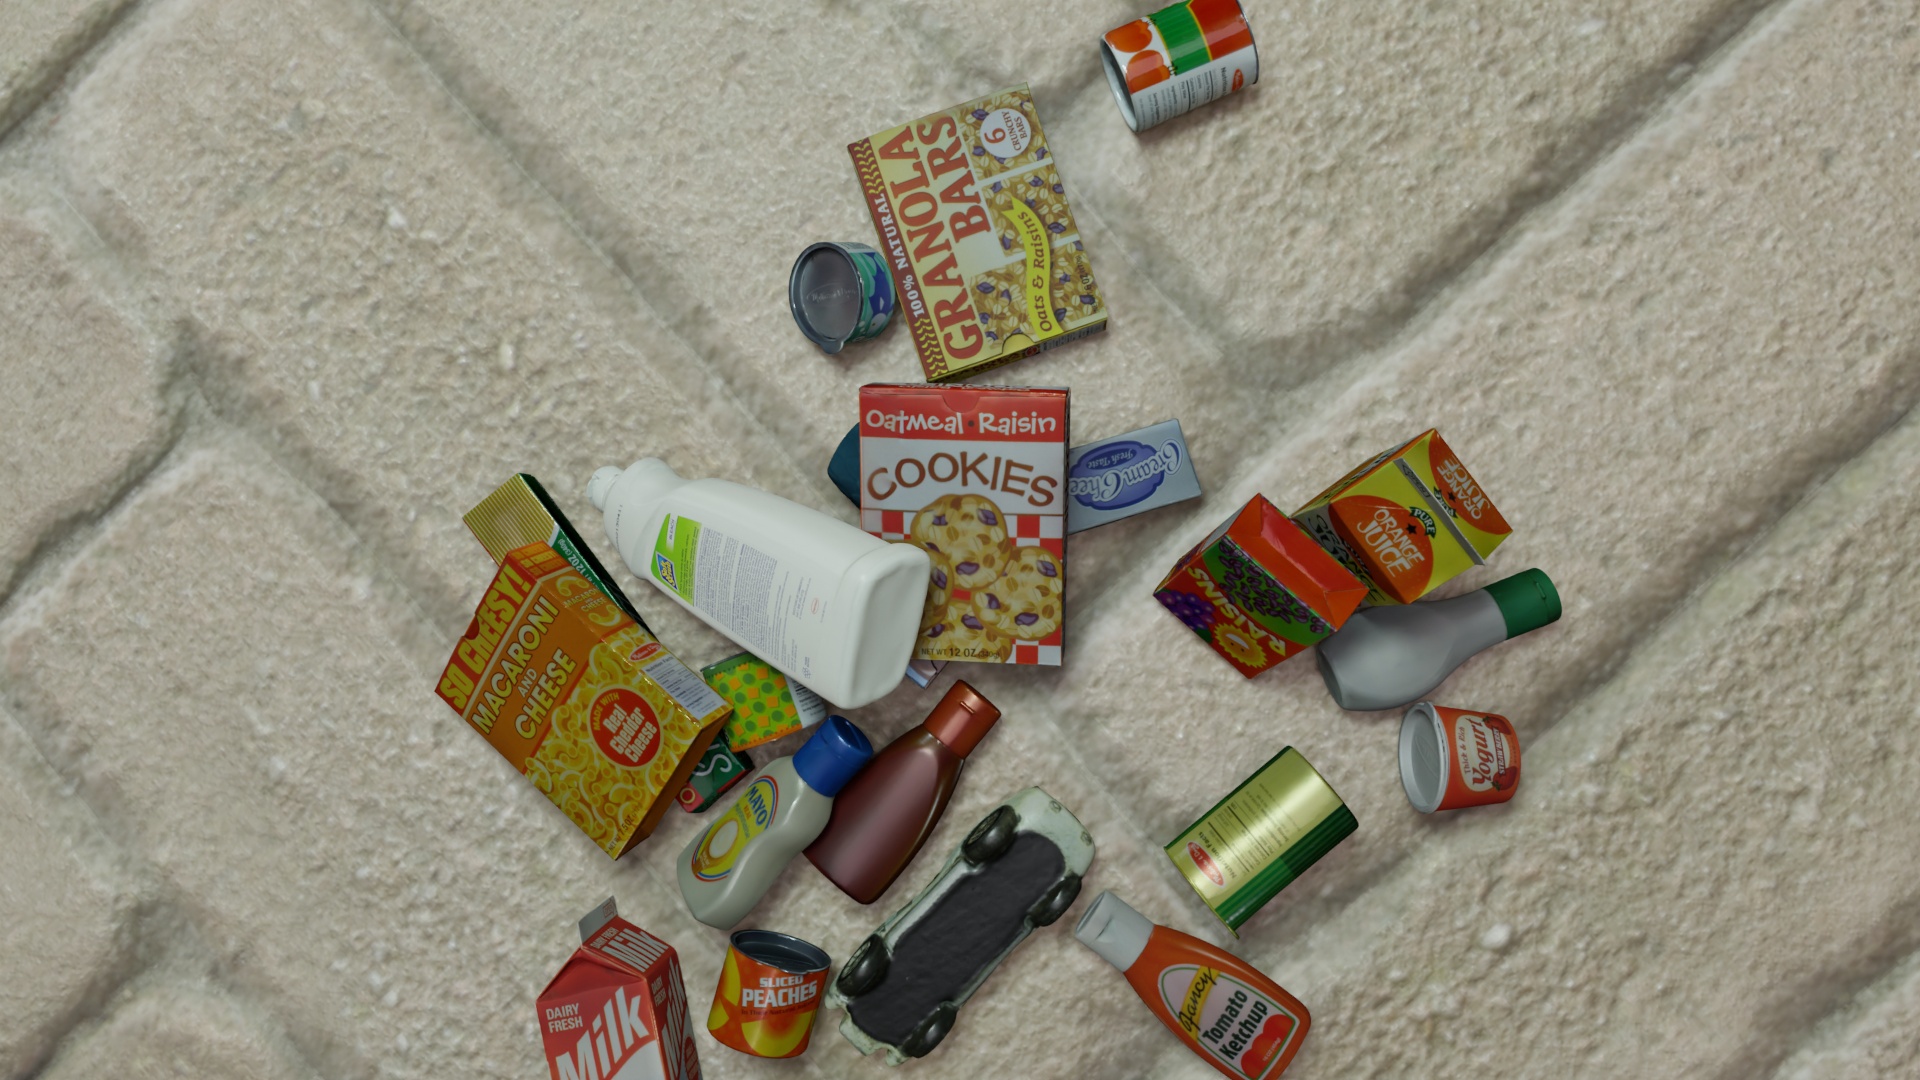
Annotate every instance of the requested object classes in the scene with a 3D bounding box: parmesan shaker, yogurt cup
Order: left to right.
[{"bbox_3d":[0.188,0.186,0.861,0.103,0.071,0.071,-39,86,0],"label":"parmesan shaker"},{"bbox_3d":[0.309,0.135,0.861,0.054,0.072,0.072,1,88,-5],"label":"yogurt cup"}]

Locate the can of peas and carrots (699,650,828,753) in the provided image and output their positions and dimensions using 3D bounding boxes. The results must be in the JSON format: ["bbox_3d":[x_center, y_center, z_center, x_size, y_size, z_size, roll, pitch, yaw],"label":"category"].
[{"bbox_3d":[-0.126,0.098,0.884,0.071,0.071,0.058,-21,87,2],"label":"can of peas and carrots"}]

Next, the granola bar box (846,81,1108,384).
[{"bbox_3d":[0.011,-0.197,0.902,0.124,0.039,0.165,-19,86,2],"label":"granola bar box"}]

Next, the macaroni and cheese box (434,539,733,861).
[{"bbox_3d":[-0.240,0.099,0.872,0.166,0.040,0.123,39,114,10],"label":"macaroni and cheese box"}]

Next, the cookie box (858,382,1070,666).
[{"bbox_3d":[0.003,-0.011,0.837,0.123,0.040,0.167,2,104,6],"label":"cookie box"}]

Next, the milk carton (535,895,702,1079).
[{"bbox_3d":[-0.211,0.325,0.874,0.073,0.072,0.190,-12,88,2],"label":"milk carton"}]

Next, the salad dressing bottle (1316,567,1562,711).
[{"bbox_3d":[0.301,0.060,0.873,0.148,0.044,0.064,-21,69,0],"label":"salad dressing bottle"}]

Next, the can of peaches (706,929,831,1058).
[{"bbox_3d":[-0.120,0.285,0.872,0.071,0.071,0.058,16,90,4],"label":"can of peaches"}]

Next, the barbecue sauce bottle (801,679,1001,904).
[{"bbox_3d":[-0.034,0.156,0.887,0.065,0.043,0.148,39,89,10],"label":"barbecue sauce bottle"}]

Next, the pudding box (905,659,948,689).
[{"bbox_3d":[-0.039,0.052,0.898,0.084,0.030,0.049,38,89,4],"label":"pudding box"}]

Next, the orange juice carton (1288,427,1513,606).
[{"bbox_3d":[0.252,-0.010,0.805,0.073,0.192,0.072,-36,86,0],"label":"orange juice carton"}]

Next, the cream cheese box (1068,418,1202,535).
[{"bbox_3d":[0.097,-0.039,0.887,0.104,0.024,0.053,-16,86,-12],"label":"cream cheese box"}]

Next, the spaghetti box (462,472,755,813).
[{"bbox_3d":[-0.229,0.067,0.908,0.050,0.028,0.250,-39,86,2],"label":"spaghetti box"}]

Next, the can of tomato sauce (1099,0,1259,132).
[{"bbox_3d":[0.138,-0.309,0.888,0.083,0.071,0.071,-23,87,3],"label":"can of tomato sauce"}]

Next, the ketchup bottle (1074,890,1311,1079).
[{"bbox_3d":[0.142,0.278,0.872,0.149,0.043,0.064,35,90,4],"label":"ketchup bottle"}]

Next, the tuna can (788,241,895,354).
[{"bbox_3d":[-0.076,-0.156,0.893,0.071,0.033,0.071,10,106,38],"label":"tuna can"}]

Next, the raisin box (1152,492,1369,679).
[{"bbox_3d":[0.177,0.030,0.840,0.086,0.123,0.040,41,67,3],"label":"raisin box"}]

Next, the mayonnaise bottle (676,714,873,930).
[{"bbox_3d":[-0.116,0.173,0.872,0.148,0.065,0.041,-48,129,9],"label":"mayonnaise bottle"}]
